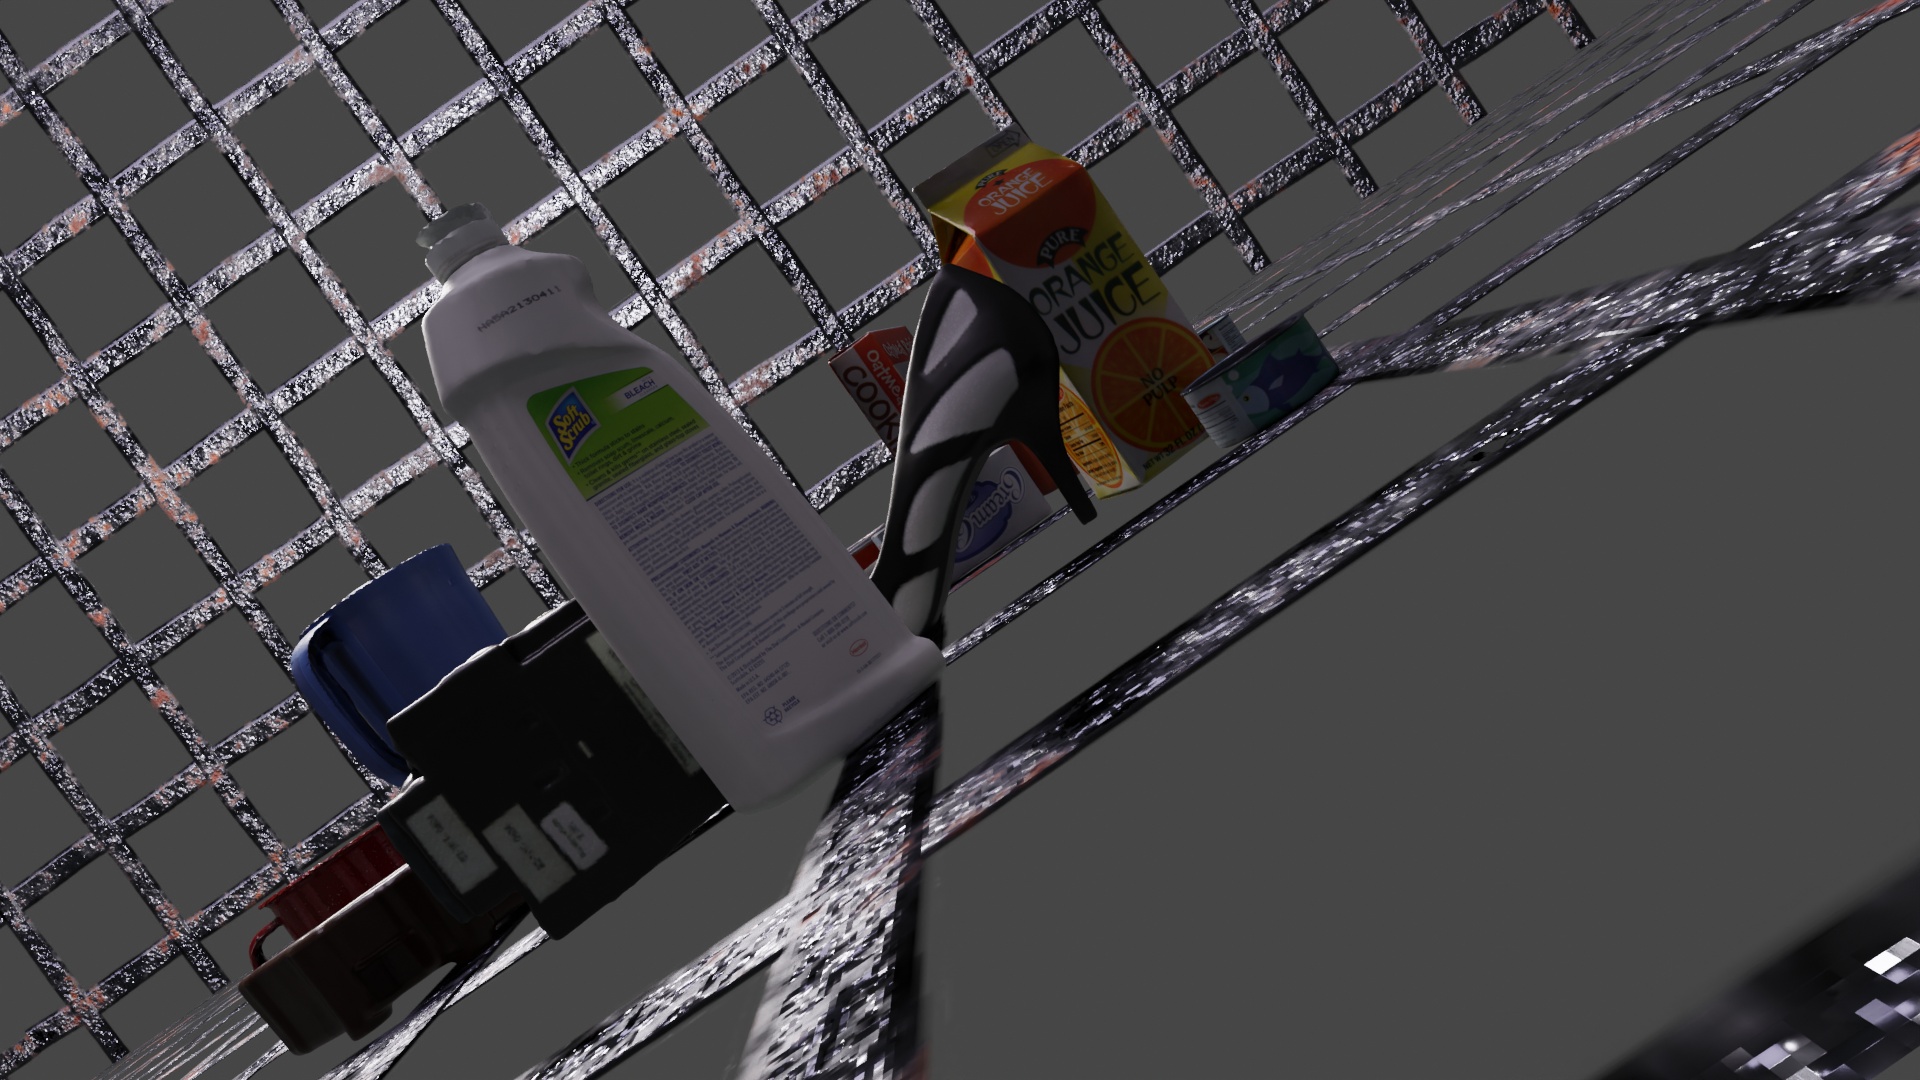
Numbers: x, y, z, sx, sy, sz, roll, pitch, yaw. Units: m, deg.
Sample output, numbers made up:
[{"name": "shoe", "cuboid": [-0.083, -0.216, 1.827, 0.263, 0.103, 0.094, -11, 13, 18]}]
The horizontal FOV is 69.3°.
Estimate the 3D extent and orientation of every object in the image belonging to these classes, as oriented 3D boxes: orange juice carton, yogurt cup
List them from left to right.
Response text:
[{"name": "yogurt cup", "cuboid": [-0.064, 0.030, 0.932, 0.072, 0.054, 0.072, -35, 4, 3]}, {"name": "orange juice carton", "cuboid": [0.056, -0.121, 0.724, 0.072, 0.192, 0.073, -36, 3, -14]}]

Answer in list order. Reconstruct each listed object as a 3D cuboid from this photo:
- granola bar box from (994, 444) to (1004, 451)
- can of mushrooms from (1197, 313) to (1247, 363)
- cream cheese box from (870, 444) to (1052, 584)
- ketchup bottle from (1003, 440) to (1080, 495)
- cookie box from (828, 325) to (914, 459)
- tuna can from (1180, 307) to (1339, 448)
[{"name": "granola bar box", "cuboid": [0.039, -0.098, 1.100, 0.165, 0.124, 0.039, -34, 3, 17]}, {"name": "can of mushrooms", "cuboid": [0.189, -0.145, 1.092, 0.071, 0.033, 0.071, -35, 4, 3]}, {"name": "cream cheese box", "cuboid": [0.002, -0.010, 0.866, 0.104, 0.053, 0.024, -36, 3, -14]}, {"name": "ketchup bottle", "cuboid": [0.035, -0.104, 1.031, 0.043, 0.148, 0.065, -35, 3, -2]}, {"name": "cookie box", "cuboid": [-0.021, -0.074, 0.997, 0.040, 0.167, 0.123, -34, 3, 13]}, {"name": "tuna can", "cuboid": [0.139, -0.074, 0.636, 0.071, 0.033, 0.071, -35, 4, 3]}]
